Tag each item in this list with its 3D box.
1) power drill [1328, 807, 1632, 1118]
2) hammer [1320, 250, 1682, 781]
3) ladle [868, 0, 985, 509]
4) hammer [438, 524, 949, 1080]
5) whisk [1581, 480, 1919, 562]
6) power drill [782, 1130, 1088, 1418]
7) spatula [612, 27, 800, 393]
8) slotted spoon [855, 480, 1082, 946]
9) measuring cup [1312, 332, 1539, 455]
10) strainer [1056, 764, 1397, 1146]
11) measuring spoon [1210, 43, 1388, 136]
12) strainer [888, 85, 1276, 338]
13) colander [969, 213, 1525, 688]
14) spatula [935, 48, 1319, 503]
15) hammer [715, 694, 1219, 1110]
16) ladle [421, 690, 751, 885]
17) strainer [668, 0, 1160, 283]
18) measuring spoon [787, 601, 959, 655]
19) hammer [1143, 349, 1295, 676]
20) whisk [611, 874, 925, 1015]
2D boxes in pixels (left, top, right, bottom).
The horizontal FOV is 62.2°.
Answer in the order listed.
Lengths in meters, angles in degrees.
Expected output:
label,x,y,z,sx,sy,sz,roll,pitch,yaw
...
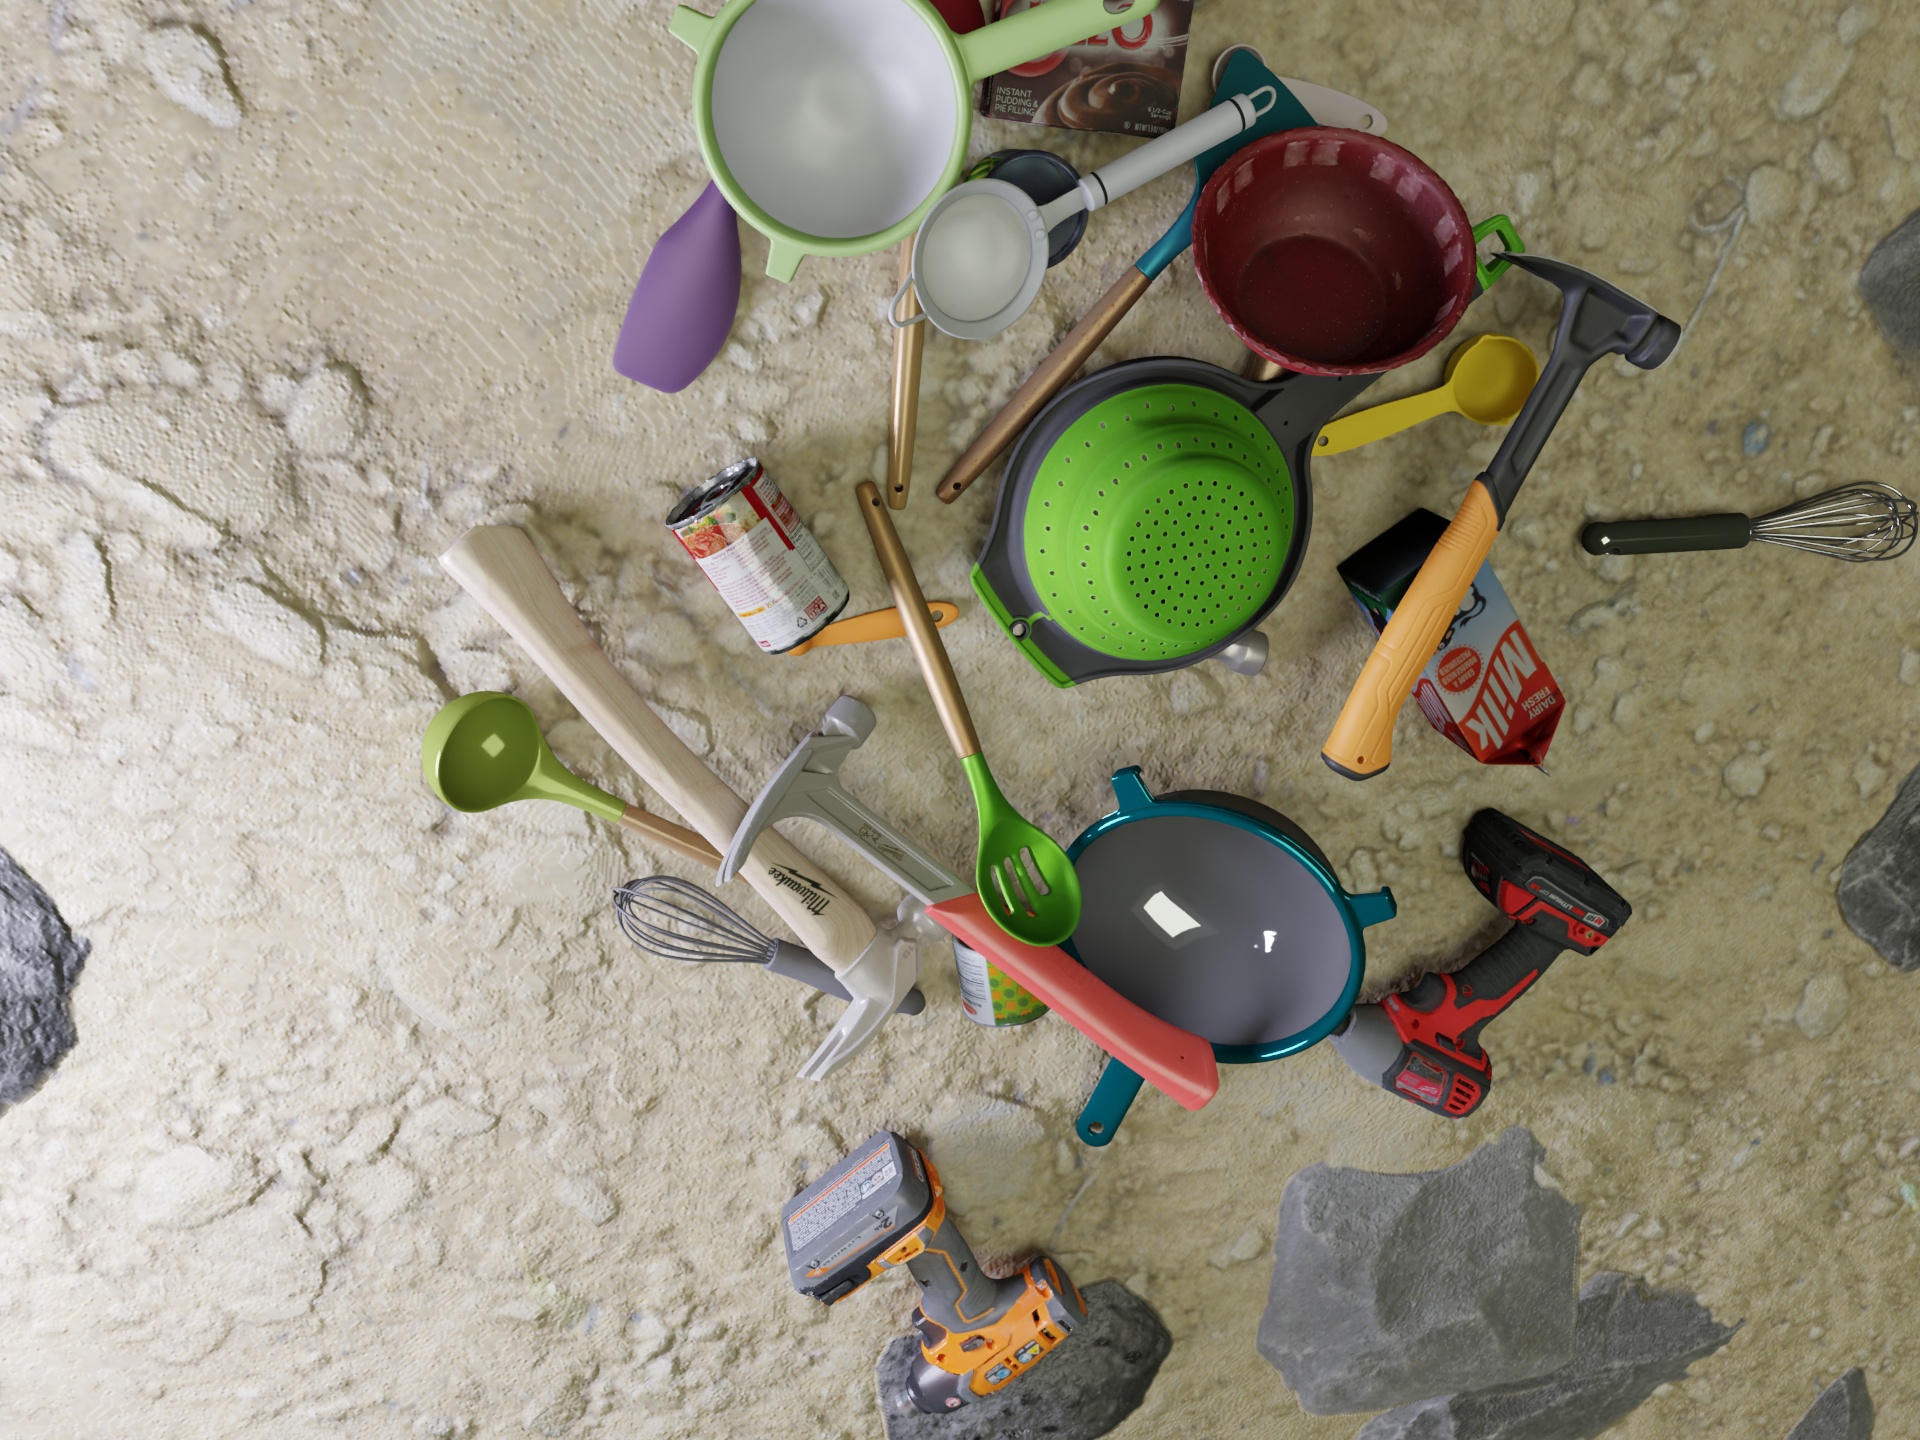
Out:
label,x,y,z,sx,sy,sz,roll,pitch,yaw
power drill,0.369,0.183,1.168,0.143,0.079,0.219,27,106,-19
hammer,0.310,-0.117,0.986,0.127,0.034,0.337,21,104,-17
ladle,-0.028,-0.279,0.942,0.069,0.031,0.315,3,112,-5
hammer,-0.176,0.047,1.001,0.410,0.038,0.146,49,60,-19
whisk,0.548,-0.133,1.102,0.246,0.057,0.059,-4,77,-6
power drill,-0.031,0.424,1.177,0.164,0.084,0.226,-39,116,5
spatula,-0.119,-0.336,0.906,0.059,0.018,0.316,19,107,-22
slotted spoon,-0.002,-0.003,1.004,0.070,0.031,0.314,-25,95,-29
measuring cup,0.296,-0.207,1.037,0.156,0.029,0.062,-19,113,9
strainer,0.156,0.170,1.115,0.211,0.095,0.340,26,129,8
measuring spoon,0.204,-0.376,0.959,0.124,0.018,0.034,10,113,-22
strainer,0.066,-0.289,0.884,0.258,0.050,0.086,-29,129,-6
colander,0.192,-0.163,0.956,0.397,0.095,0.204,-39,113,4
spatula,0.092,-0.254,0.968,0.082,0.044,0.317,36,108,-24
hammer,0.020,0.147,1.032,0.359,0.036,0.149,39,64,-10
ladle,-0.193,0.072,1.026,0.320,0.062,0.078,28,85,-22
strainer,-0.017,-0.352,0.861,0.256,0.069,0.151,-17,114,11
measuring spoon,-0.057,-0.059,1.025,0.117,0.011,0.021,-11,112,-7
hammer,0.185,-0.194,1.012,0.130,0.031,0.331,13,107,-16
whisk,-0.126,0.157,1.075,0.238,0.055,0.055,24,104,-23
